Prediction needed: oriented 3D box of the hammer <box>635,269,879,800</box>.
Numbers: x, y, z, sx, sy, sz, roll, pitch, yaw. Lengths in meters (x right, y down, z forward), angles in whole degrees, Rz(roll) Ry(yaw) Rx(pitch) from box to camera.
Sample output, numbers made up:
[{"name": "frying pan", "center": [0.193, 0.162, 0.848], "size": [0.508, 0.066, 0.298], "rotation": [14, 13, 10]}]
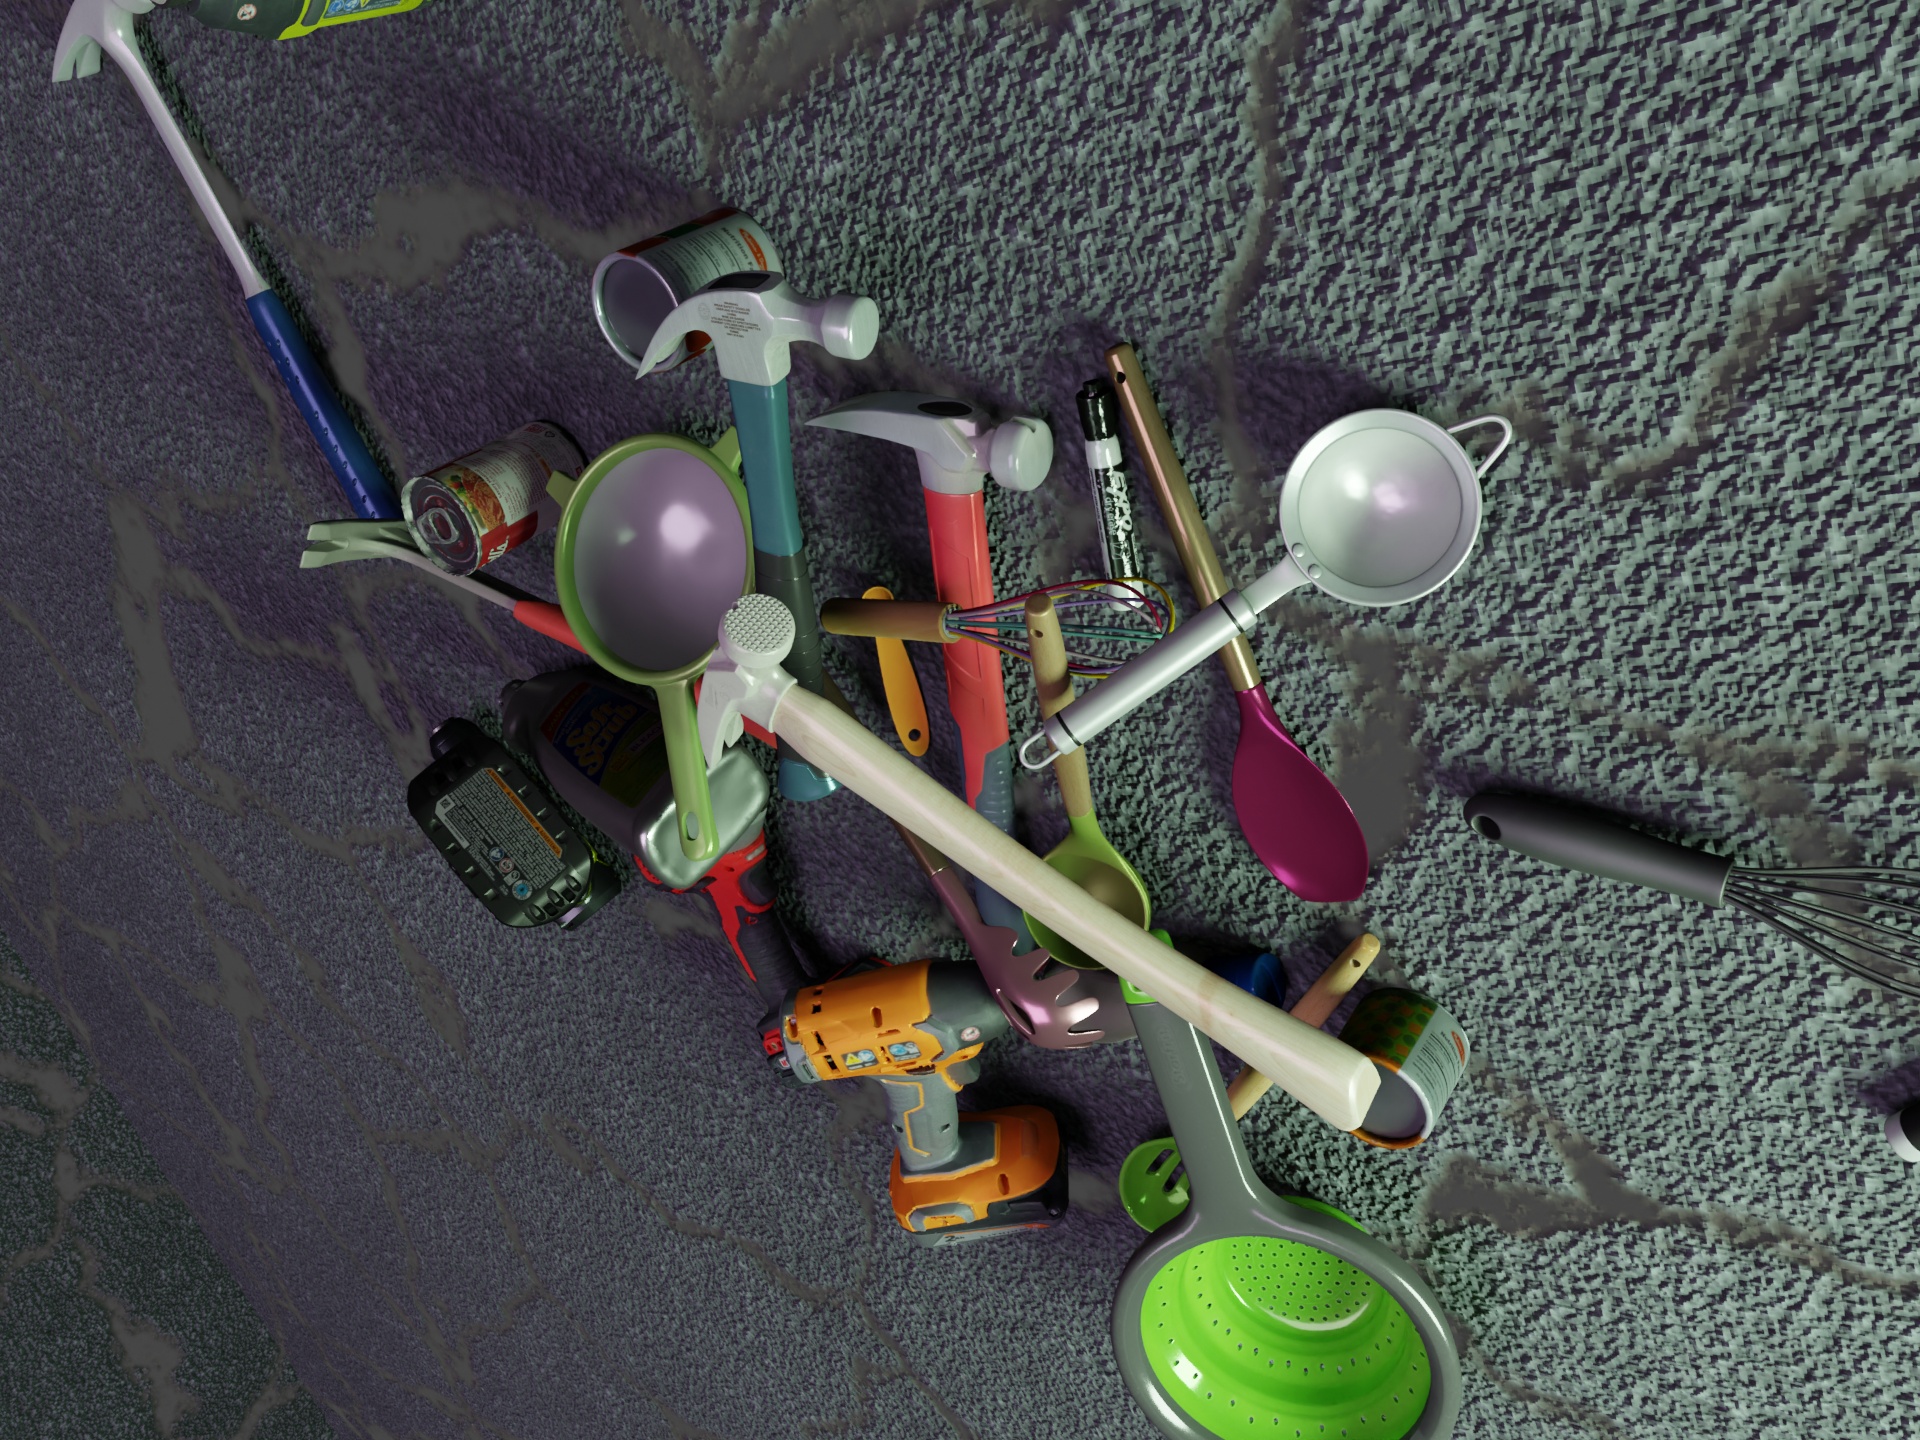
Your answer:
[{"name": "hammer", "center": [-0.095, -0.083, 0.854], "size": [0.128, 0.033, 0.330], "rotation": [16, 134, 21]}]

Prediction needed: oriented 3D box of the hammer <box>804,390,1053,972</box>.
[{"name": "hammer", "center": [-0.001, -0.003, 0.933], "size": [0.143, 0.038, 0.386], "rotation": [16, 128, 32]}]

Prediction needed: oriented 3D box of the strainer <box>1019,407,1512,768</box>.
[{"name": "strainer", "center": [0.131, -0.056, 0.717], "size": [0.258, 0.050, 0.087], "rotation": [-35, 91, 10]}]

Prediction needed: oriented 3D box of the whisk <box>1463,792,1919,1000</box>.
[{"name": "whisk", "center": [0.338, 0.070, 0.703], "size": [0.239, 0.055, 0.055], "rotation": [17, 129, 35]}]

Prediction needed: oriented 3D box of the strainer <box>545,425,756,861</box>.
[{"name": "strainer", "center": [-0.162, -0.045, 0.969], "size": [0.151, 0.069, 0.256], "rotation": [-8, 90, 27]}]

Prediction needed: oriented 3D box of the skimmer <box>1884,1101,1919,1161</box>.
[{"name": "skimmer", "center": [0.499, 0.121, 0.574], "size": [0.127, 0.090, 0.363], "rotation": [19, 142, -15]}]

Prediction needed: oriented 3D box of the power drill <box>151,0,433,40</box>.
[{"name": "power drill", "center": [-0.302, -0.433, 0.774], "size": [0.080, 0.171, 0.223], "rotation": [49, 134, -1]}]

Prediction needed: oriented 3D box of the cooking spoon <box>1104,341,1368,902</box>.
[{"name": "cooking spoon", "center": [0.137, -0.041, 0.806], "size": [0.069, 0.017, 0.318], "rotation": [-8, 114, 41]}]

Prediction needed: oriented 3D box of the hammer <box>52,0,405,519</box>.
[{"name": "hammer", "center": [-0.503, -0.310, 1.123], "size": [0.144, 0.035, 0.405], "rotation": [-7, 114, 42]}]

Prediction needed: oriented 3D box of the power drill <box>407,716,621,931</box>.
[{"name": "power drill", "center": [-0.334, 0.072, 1.173], "size": [0.190, 0.080, 0.228], "rotation": [51, 170, -3]}]

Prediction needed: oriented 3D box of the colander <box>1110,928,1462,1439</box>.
[{"name": "colander", "center": [0.174, 0.286, 0.949], "size": [0.204, 0.094, 0.397], "rotation": [-13, 106, 25]}]

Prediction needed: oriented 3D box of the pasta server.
[{"name": "pasta server", "center": [-0.020, 0.066, 0.952], "size": [0.316, 0.040, 0.060], "rotation": [56, 153, 16]}]

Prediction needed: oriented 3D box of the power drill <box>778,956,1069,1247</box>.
[{"name": "power drill", "center": [-0.001, 0.241, 1.029], "size": [0.164, 0.084, 0.226], "rotation": [-14, 127, 13]}]

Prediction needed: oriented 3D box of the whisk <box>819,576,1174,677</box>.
[{"name": "whisk", "center": [0.014, -0.053, 0.829], "size": [0.245, 0.051, 0.047], "rotation": [7, 102, 44]}]

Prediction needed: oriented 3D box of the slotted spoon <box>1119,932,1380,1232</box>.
[{"name": "slotted spoon", "center": [0.175, 0.224, 0.960], "size": [0.070, 0.031, 0.313], "rotation": [31, 133, 7]}]

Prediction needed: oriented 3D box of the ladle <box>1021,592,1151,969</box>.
[{"name": "ladle", "center": [0.055, 0.042, 0.827], "size": [0.078, 0.062, 0.319], "rotation": [12, 151, 18]}]

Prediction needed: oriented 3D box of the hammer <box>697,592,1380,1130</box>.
[{"name": "hammer", "center": [0.035, 0.089, 0.844], "size": [0.410, 0.038, 0.146], "rotation": [34, 149, 5]}]

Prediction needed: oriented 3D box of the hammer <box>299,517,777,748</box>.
[{"name": "hammer", "center": [-0.248, -0.056, 1.043], "size": [0.359, 0.149, 0.036], "rotation": [25, 106, 16]}]

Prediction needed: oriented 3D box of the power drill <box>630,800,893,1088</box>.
[{"name": "power drill", "center": [-0.132, 0.141, 1.119], "size": [0.143, 0.078, 0.219], "rotation": [-32, 94, 47]}]

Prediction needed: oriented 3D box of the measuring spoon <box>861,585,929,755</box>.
[{"name": "measuring spoon", "center": [-0.039, -0.030, 0.961], "size": [0.011, 0.021, 0.116], "rotation": [-118, 12, -62]}]
